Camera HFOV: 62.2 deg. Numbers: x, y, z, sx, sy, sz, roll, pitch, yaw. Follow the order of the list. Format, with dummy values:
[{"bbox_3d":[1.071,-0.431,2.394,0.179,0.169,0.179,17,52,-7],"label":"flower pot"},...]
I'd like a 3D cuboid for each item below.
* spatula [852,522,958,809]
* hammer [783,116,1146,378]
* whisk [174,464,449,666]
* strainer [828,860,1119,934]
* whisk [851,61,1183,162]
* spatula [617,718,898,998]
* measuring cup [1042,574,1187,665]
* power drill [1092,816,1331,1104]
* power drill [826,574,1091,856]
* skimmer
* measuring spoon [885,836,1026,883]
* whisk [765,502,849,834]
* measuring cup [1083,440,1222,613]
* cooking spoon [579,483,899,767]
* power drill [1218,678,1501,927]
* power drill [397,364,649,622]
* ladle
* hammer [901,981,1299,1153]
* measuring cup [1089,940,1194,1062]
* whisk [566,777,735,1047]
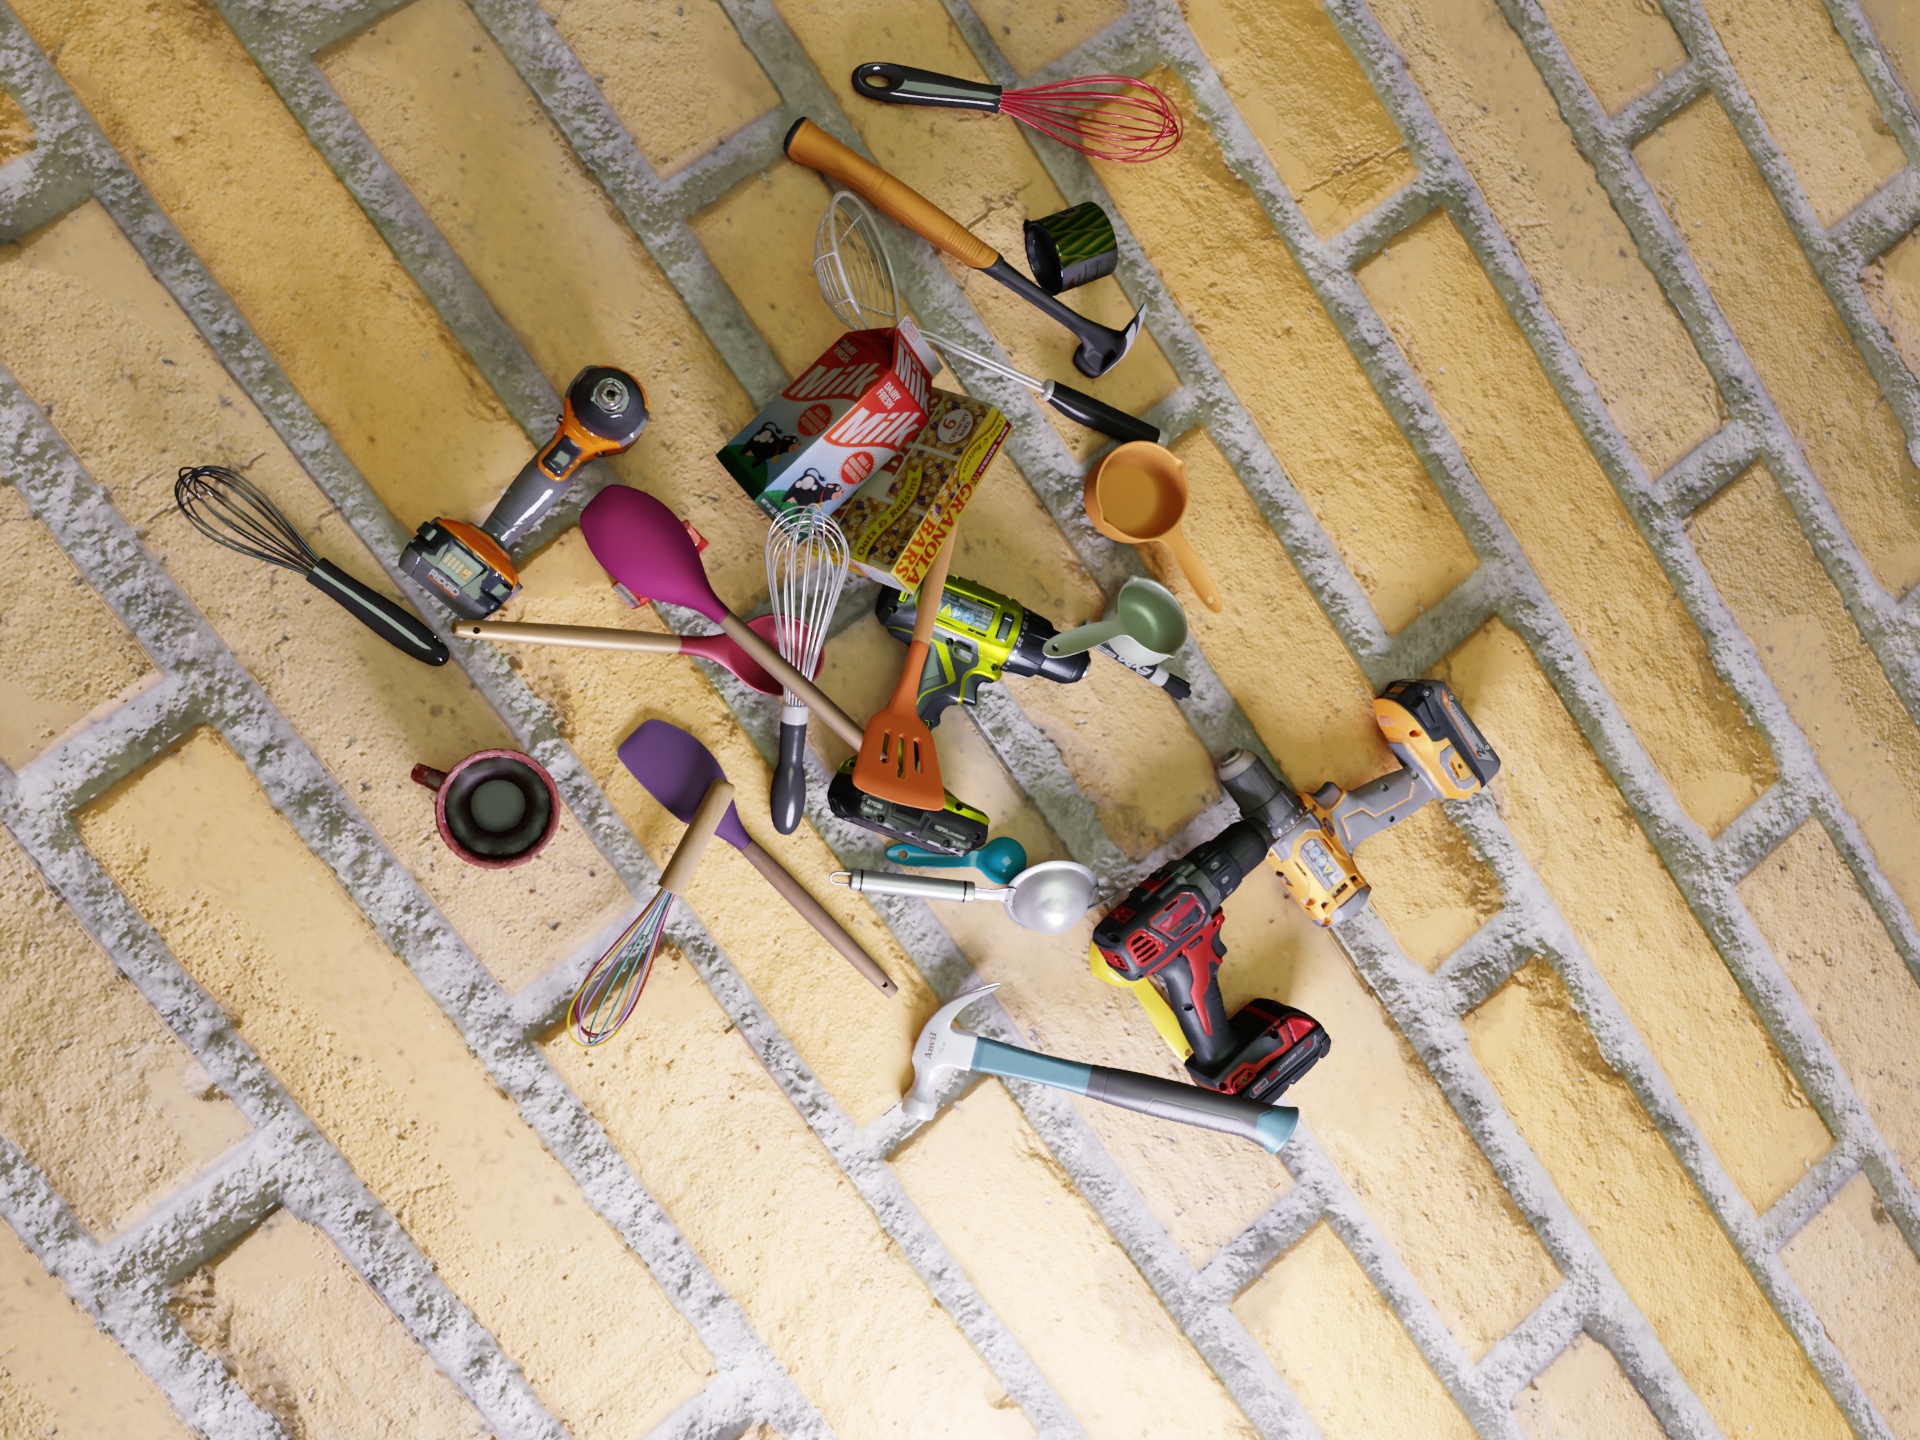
[{"bbox_3d":[-0.024,-0.087,1.298,0.081,0.041,0.323,17,77,-21],"label":"spatula"},{"bbox_3d":[0.001,-0.404,1.342,0.336,0.127,0.034,32,80,-8],"label":"hammer"},{"bbox_3d":[-0.498,-0.116,1.231,0.238,0.055,0.055,38,81,-17],"label":"whisk"},{"bbox_3d":[0.014,0.151,1.374,0.258,0.050,0.086,7,128,-8],"label":"strainer"},{"bbox_3d":[0.052,-0.535,1.379,0.295,0.073,0.073,5,89,-10],"label":"whisk"},{"bbox_3d":[-0.162,0.121,1.342,0.060,0.018,0.315,-44,100,-8],"label":"spatula"},{"bbox_3d":[0.126,-0.073,1.384,0.167,0.038,0.083,-19,78,-36],"label":"measuring cup"},{"bbox_3d":[0.239,0.215,1.409,0.188,0.080,0.226,-37,107,-16],"label":"power drill"},{"bbox_3d":[-0.002,-0.004,1.354,0.190,0.080,0.228,22,80,-14],"label":"power drill"},{"bbox_3d":[0.036,-0.327,1.356,0.363,0.090,0.127,21,47,-18],"label":"skimmer"},{"bbox_3d":[-0.001,0.120,1.385,0.128,0.021,0.042,5,89,-16],"label":"measuring spoon"},{"bbox_3d":[-0.133,-0.038,1.303,0.070,0.070,0.284,1,110,-16],"label":"whisk"},{"bbox_3d":[0.176,-0.167,1.419,0.095,0.052,0.173,-37,102,-12],"label":"measuring cup"},{"bbox_3d":[-0.166,-0.064,1.248,0.318,0.017,0.069,43,82,-14],"label":"cooking spoon"},{"bbox_3d":[0.359,0.053,1.460,0.226,0.084,0.185,-40,99,-7],"label":"power drill"},{"bbox_3d":[-0.325,-0.179,1.219,0.084,0.164,0.226,41,82,-13],"label":"power drill"},{"bbox_3d":[-0.247,-0.061,1.259,0.315,0.031,0.069,3,95,-39],"label":"ladle"},{"bbox_3d":[0.123,0.313,1.364,0.331,0.033,0.128,13,88,4],"label":"hammer"},{"bbox_3d":[0.174,0.251,1.432,0.062,0.029,0.156,-37,98,-12],"label":"measuring cup"},{"bbox_3d":[-0.251,0.157,1.298,0.047,0.051,0.245,28,85,-7],"label":"whisk"}]
